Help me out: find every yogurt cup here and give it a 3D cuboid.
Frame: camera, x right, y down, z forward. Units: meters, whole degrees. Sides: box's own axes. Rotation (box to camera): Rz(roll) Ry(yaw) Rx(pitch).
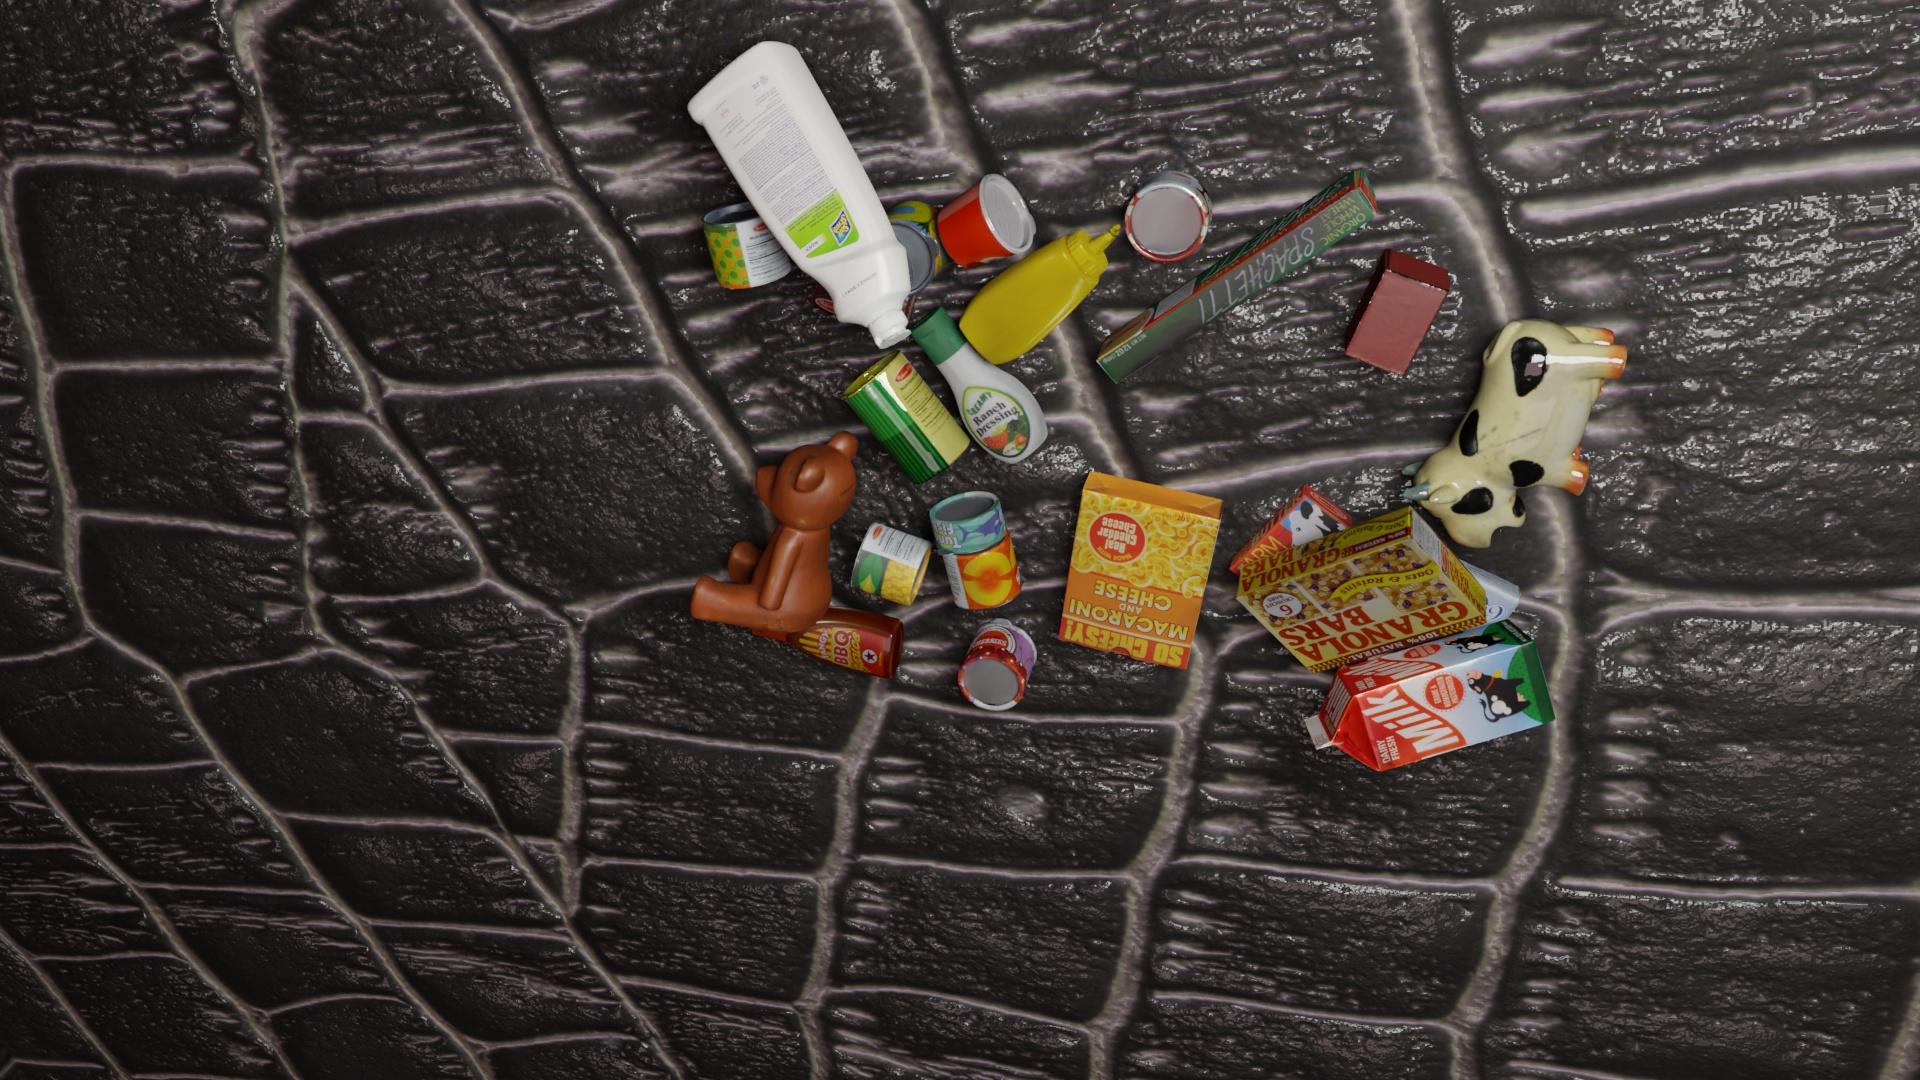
[{"bbox_3d":[0.018,-0.256,1.127,0.054,0.073,0.072,-19,112,35],"label":"yogurt cup"}]

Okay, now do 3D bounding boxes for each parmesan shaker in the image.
[{"bbox_3d":[-0.049,-0.107,1.229,0.071,0.072,0.103,-30,107,29],"label":"parmesan shaker"}]

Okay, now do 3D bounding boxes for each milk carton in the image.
[{"bbox_3d":[0.386,0.135,1.167,0.190,0.072,0.073,-18,100,8],"label":"milk carton"}]

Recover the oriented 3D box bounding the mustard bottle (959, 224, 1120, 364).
[{"bbox_3d":[0.073,-0.210,1.144,0.159,0.049,0.065,-34,105,30],"label":"mustard bottle"}]

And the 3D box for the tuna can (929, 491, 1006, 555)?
[{"bbox_3d":[0.005,-0.016,1.266,0.071,0.071,0.032,-4,117,20],"label":"tuna can"}]

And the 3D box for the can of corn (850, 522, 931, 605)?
[{"bbox_3d":[-0.065,0.025,1.314,0.058,0.071,0.070,19,123,6],"label":"can of corn"}]

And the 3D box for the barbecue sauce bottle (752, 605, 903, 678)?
[{"bbox_3d":[-0.133,0.093,1.389,0.148,0.044,0.064,13,123,10],"label":"barbecue sauce bottle"}]

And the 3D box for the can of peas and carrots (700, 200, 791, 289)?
[{"bbox_3d":[-0.184,-0.254,1.189,0.071,0.071,0.058,-1,120,18],"label":"can of peas and carrots"}]

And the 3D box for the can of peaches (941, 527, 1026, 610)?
[{"bbox_3d":[0.022,0.023,1.288,0.071,0.071,0.057,-5,117,20],"label":"can of peaches"}]

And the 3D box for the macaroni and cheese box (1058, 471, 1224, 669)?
[{"bbox_3d":[0.161,0.029,1.262,0.124,0.040,0.165,13,122,11],"label":"macaroni and cheese box"}]

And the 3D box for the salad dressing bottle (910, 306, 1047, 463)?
[{"bbox_3d":[0.015,-0.135,1.209,0.064,0.044,0.147,-32,106,29],"label":"salad dressing bottle"}]

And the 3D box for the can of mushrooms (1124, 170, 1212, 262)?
[{"bbox_3d":[0.165,-0.254,1.099,0.071,0.034,0.070,7,121,12],"label":"can of mushrooms"}]

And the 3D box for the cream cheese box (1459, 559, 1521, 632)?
[{"bbox_3d":[0.423,0.043,1.198,0.104,0.024,0.053,26,124,2],"label":"cream cheese box"}]

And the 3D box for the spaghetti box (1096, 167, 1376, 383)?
[{"bbox_3d":[0.216,-0.207,1.101,0.249,0.050,0.028,-32,108,30],"label":"spaghetti box"}]

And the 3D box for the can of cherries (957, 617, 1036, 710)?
[{"bbox_3d":[0.035,0.120,1.343,0.071,0.059,0.071,8,122,13],"label":"can of cherries"}]

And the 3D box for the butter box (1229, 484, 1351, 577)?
[{"bbox_3d":[0.288,0.004,1.217,0.053,0.024,0.103,36,123,-6],"label":"butter box"}]

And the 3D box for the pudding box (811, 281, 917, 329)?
[{"bbox_3d":[-0.081,-0.214,1.201,0.084,0.030,0.049,22,125,4],"label":"pudding box"}]

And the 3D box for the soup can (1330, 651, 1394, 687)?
[{"bbox_3d":[0.382,0.138,1.241,0.084,0.072,0.071,31,124,-1],"label":"soup can"}]

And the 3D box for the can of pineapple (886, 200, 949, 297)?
[{"bbox_3d":[-0.043,-0.243,1.155,0.071,0.058,0.070,8,122,13],"label":"can of pineapple"}]

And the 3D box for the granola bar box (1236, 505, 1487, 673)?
[{"bbox_3d":[0.338,0.045,1.174,0.165,0.039,0.124,-24,127,39],"label":"granola bar box"}]
